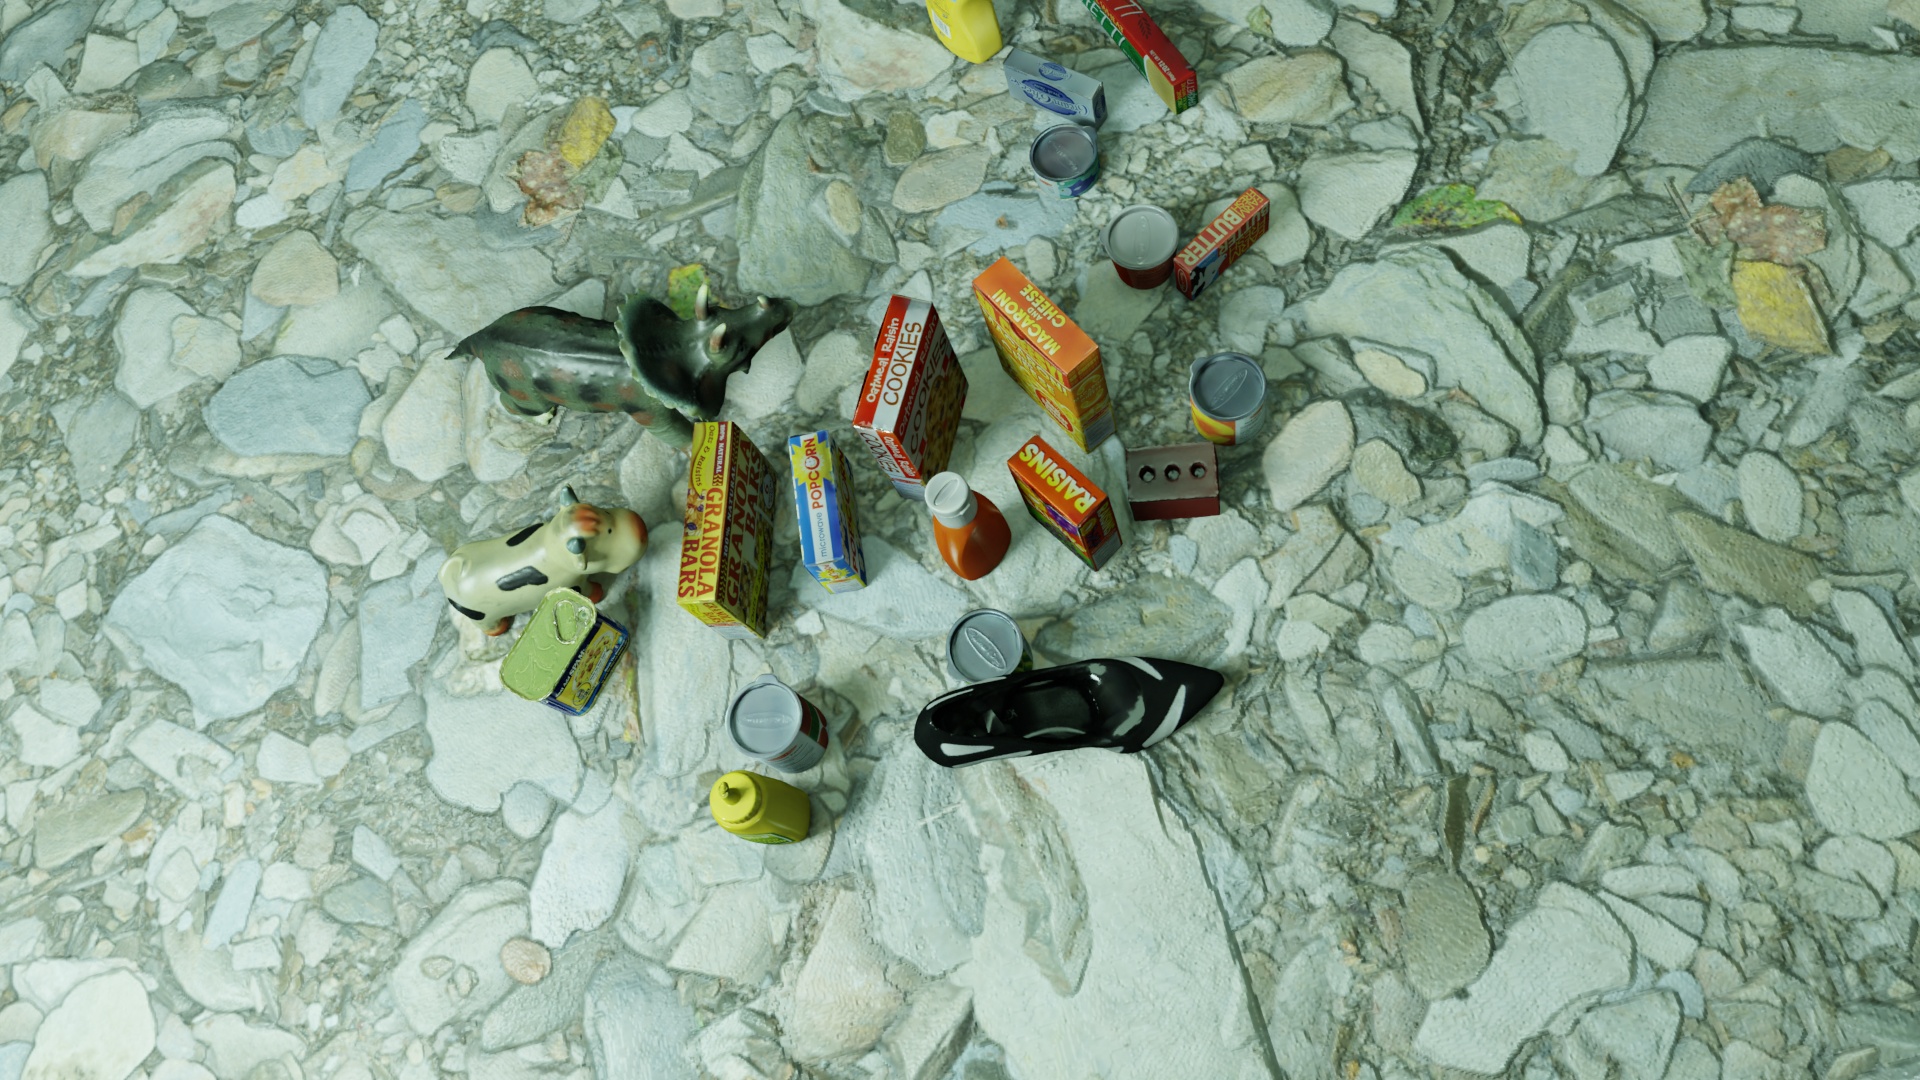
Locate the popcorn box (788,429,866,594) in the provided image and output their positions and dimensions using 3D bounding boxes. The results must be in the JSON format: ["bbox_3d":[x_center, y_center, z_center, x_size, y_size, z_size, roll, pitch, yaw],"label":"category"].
[{"bbox_3d":[-0.118,-0.024,1.240,0.038,0.085,0.127,-12,69,8],"label":"popcorn box"}]

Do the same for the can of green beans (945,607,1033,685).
[{"bbox_3d":[0.025,0.097,1.181,0.071,0.057,0.071,-4,70,11],"label":"can of green beans"}]

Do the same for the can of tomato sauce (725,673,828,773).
[{"bbox_3d":[-0.155,0.158,1.184,0.071,0.083,0.071,-4,70,11],"label":"can of tomato sauce"}]

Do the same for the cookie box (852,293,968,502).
[{"bbox_3d":[-0.041,-0.120,1.214,0.040,0.167,0.123,10,73,15],"label":"cookie box"}]

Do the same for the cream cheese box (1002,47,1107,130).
[{"bbox_3d":[0.094,-0.443,1.364,0.104,0.053,0.024,28,79,20],"label":"cream cheese box"}]

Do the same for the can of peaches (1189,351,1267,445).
[{"bbox_3d":[0.233,-0.125,1.218,0.071,0.058,0.071,-4,70,11],"label":"can of peaches"}]

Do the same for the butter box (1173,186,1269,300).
[{"bbox_3d":[0.239,-0.272,1.272,0.103,0.053,0.024,-43,68,-5],"label":"butter box"}]

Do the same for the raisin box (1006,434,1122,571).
[{"bbox_3d":[0.089,-0.030,1.178,0.040,0.123,0.086,-44,68,-5],"label":"raisin box"}]

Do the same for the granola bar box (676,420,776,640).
[{"bbox_3d":[-0.204,-0.007,1.231,0.039,0.124,0.166,-2,70,11],"label":"granola bar box"}]

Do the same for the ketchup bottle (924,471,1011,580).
[{"bbox_3d":[0.004,-0.015,1.177,0.043,0.148,0.065,38,82,21],"label":"ketchup bottle"}]

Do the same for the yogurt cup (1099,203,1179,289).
[{"bbox_3d":[0.169,-0.269,1.285,0.072,0.054,0.072,-4,70,11],"label":"yogurt cup"}]

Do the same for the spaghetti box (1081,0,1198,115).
[{"bbox_3d":[0.157,-0.526,1.383,0.029,0.050,0.251,-32,67,0],"label":"spaghetti box"}]

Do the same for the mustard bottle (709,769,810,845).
[{"bbox_3d":[-0.169,0.215,1.124,0.065,0.160,0.049,-2,71,12],"label":"mustard bottle"}]

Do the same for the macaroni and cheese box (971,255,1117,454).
[{"bbox_3d":[0.075,-0.157,1.204,0.040,0.166,0.124,-41,68,-4],"label":"macaroni and cheese box"}]

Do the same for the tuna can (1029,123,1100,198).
[{"bbox_3d":[0.104,-0.369,1.347,0.071,0.032,0.071,-4,70,11],"label":"tuna can"}]
